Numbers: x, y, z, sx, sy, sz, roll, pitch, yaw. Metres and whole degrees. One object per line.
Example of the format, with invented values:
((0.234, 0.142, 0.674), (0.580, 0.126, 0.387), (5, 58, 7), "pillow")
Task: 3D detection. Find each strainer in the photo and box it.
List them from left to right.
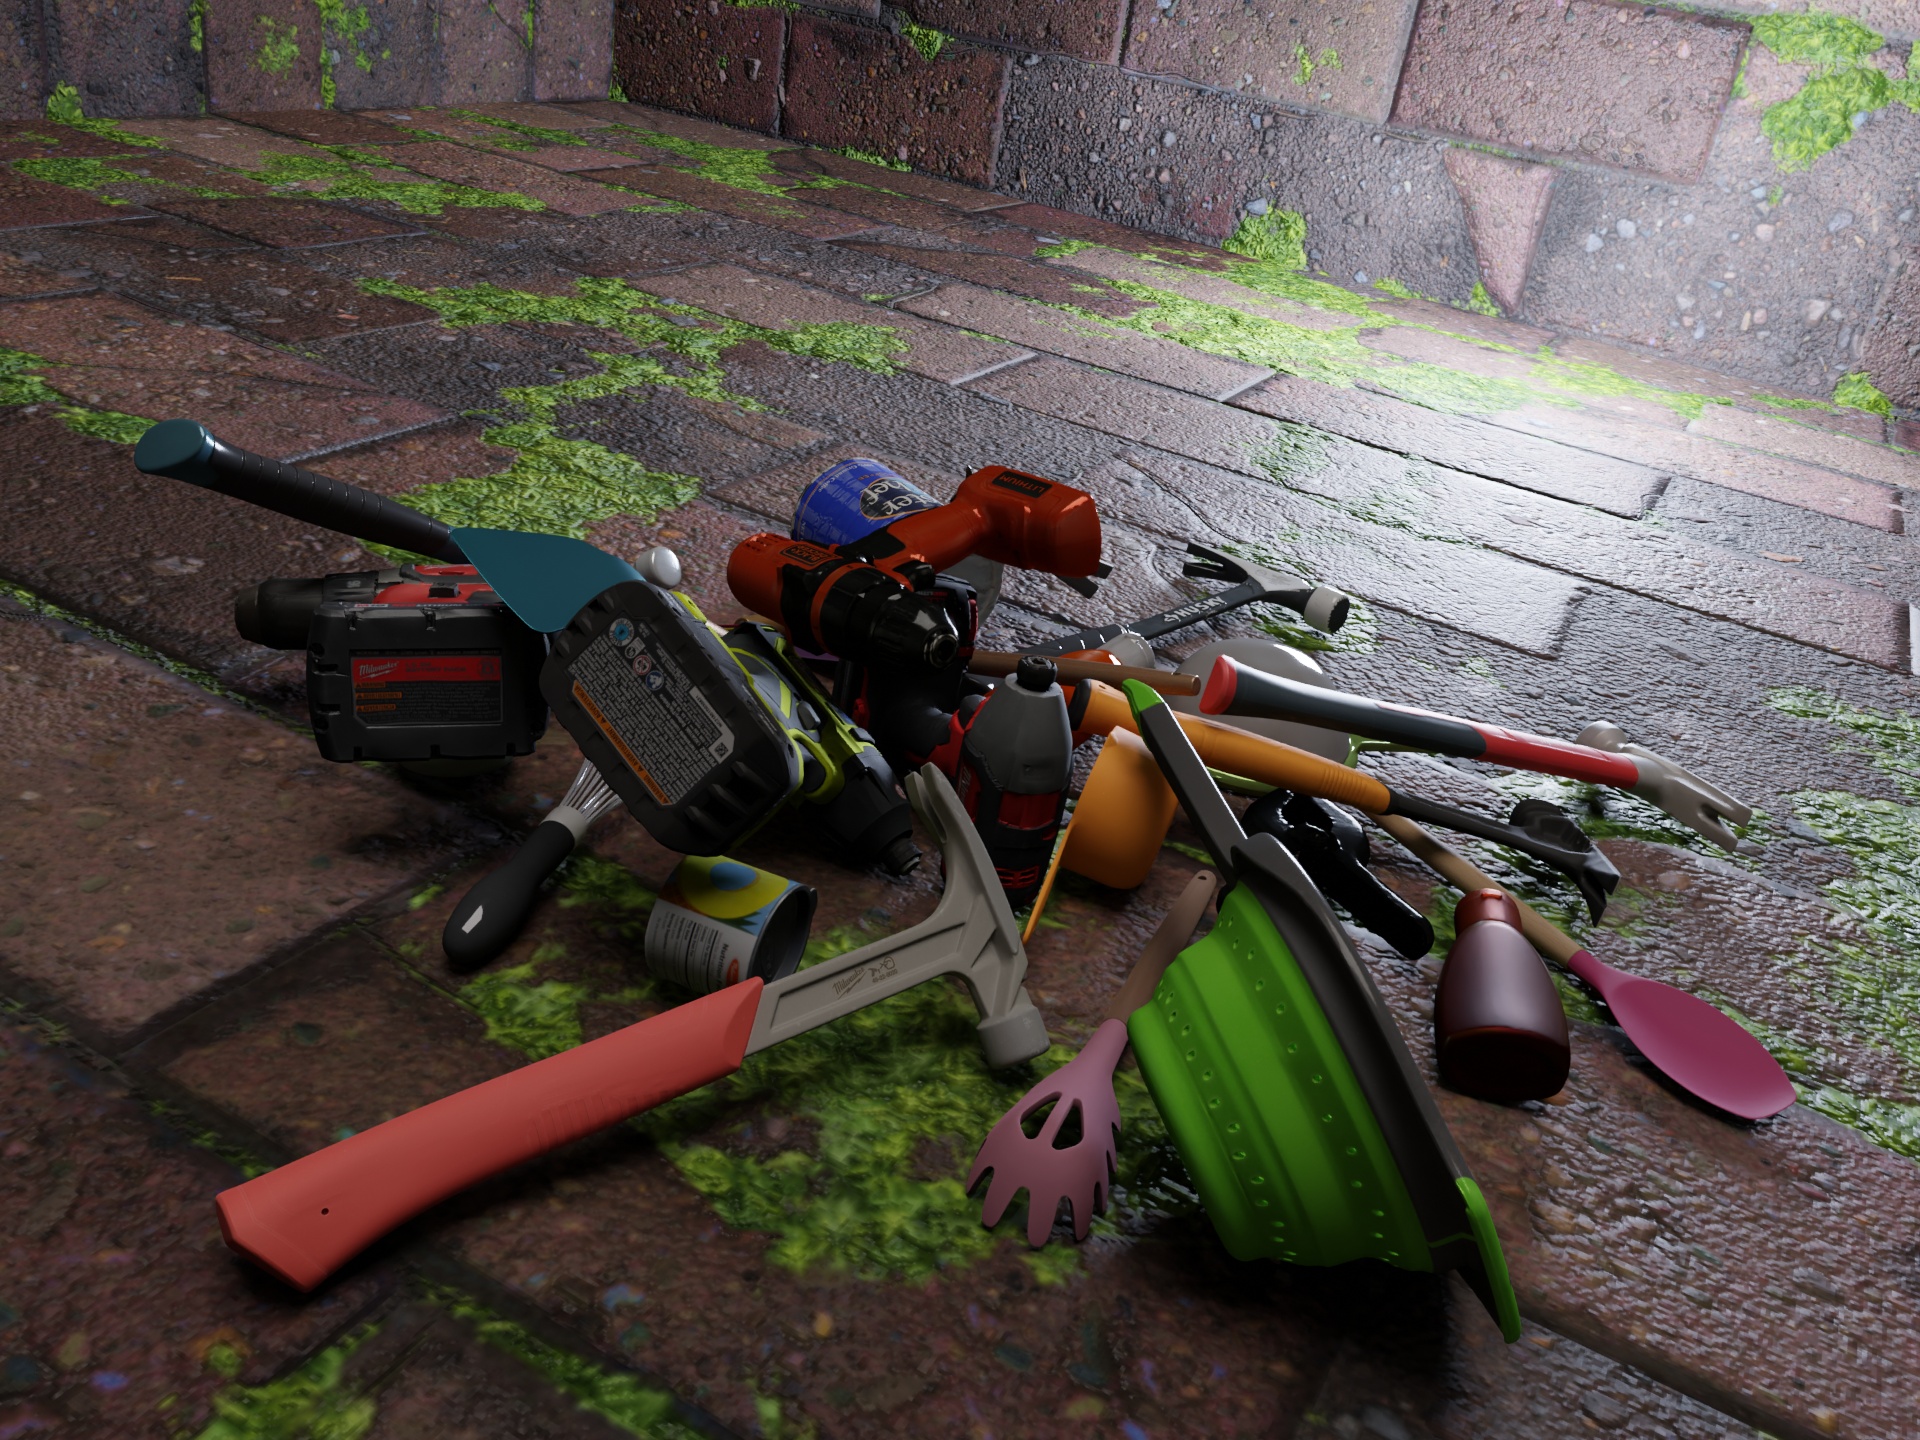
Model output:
((0.256, -0.011, 1.095), (0.256, 0.069, 0.152), (3, 31, -8), "strainer")

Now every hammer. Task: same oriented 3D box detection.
((-0.333, -0.116, 0.974), (0.128, 0.033, 0.330), (-18, -22, 31), "hammer")
((-0.127, 0.133, 0.677), (0.359, 0.036, 0.149), (-17, 80, -33), "hammer")
((0.067, -0.166, 1.307), (0.130, 0.031, 0.331), (37, 14, -3), "hammer")
((0.129, -0.070, 1.215), (0.149, 0.036, 0.409), (29, 33, 35), "hammer")
((0.227, 0.041, 0.962), (0.337, 0.034, 0.127), (17, 18, -5), "hammer")
((0.325, 0.016, 1.016), (0.386, 0.038, 0.143), (10, 19, -25), "hammer")

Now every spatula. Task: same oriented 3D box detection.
((-0.170, -0.050, 0.929), (0.082, 0.044, 0.317), (45, 4, 22), "spatula")
((0.015, -0.039, 1.054), (0.316, 0.018, 0.060), (8, 22, 35), "spatula")

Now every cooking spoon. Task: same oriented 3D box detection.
((0.339, 0.125, 0.926), (0.068, 0.017, 0.319), (-13, 35, -26), "cooking spoon")

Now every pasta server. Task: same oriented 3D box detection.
((0.083, 0.149, 0.794), (0.060, 0.040, 0.316), (18, 24, 16), "pasta server")

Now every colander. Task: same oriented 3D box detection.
((0.113, 0.112, 0.733), (0.094, 0.204, 0.398), (-25, 37, 2), "colander")

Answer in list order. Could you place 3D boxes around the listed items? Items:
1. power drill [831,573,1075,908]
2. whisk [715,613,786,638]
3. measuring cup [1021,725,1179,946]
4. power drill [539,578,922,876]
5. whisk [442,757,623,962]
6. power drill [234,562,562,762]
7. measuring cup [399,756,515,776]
((-0.001, -0.003, 0.930), (0.078, 0.143, 0.220), (0, 26, -24), "power drill")
((-0.168, -0.055, 1.090), (0.051, 0.047, 0.245), (27, 27, 32), "whisk")
((0.081, 0.076, 0.878), (0.052, 0.095, 0.174), (22, 39, 8), "measuring cup")
((-0.105, 0.012, 0.833), (0.171, 0.080, 0.223), (49, 9, 16), "power drill")
((-0.203, 0.044, 0.876), (0.070, 0.070, 0.285), (14, 33, 9), "whisk")
((-0.318, -0.045, 0.894), (0.188, 0.080, 0.227), (-1, 15, -16), "power drill")
((-0.291, -0.005, 0.962), (0.083, 0.038, 0.168), (4, 16, -1), "measuring cup")
